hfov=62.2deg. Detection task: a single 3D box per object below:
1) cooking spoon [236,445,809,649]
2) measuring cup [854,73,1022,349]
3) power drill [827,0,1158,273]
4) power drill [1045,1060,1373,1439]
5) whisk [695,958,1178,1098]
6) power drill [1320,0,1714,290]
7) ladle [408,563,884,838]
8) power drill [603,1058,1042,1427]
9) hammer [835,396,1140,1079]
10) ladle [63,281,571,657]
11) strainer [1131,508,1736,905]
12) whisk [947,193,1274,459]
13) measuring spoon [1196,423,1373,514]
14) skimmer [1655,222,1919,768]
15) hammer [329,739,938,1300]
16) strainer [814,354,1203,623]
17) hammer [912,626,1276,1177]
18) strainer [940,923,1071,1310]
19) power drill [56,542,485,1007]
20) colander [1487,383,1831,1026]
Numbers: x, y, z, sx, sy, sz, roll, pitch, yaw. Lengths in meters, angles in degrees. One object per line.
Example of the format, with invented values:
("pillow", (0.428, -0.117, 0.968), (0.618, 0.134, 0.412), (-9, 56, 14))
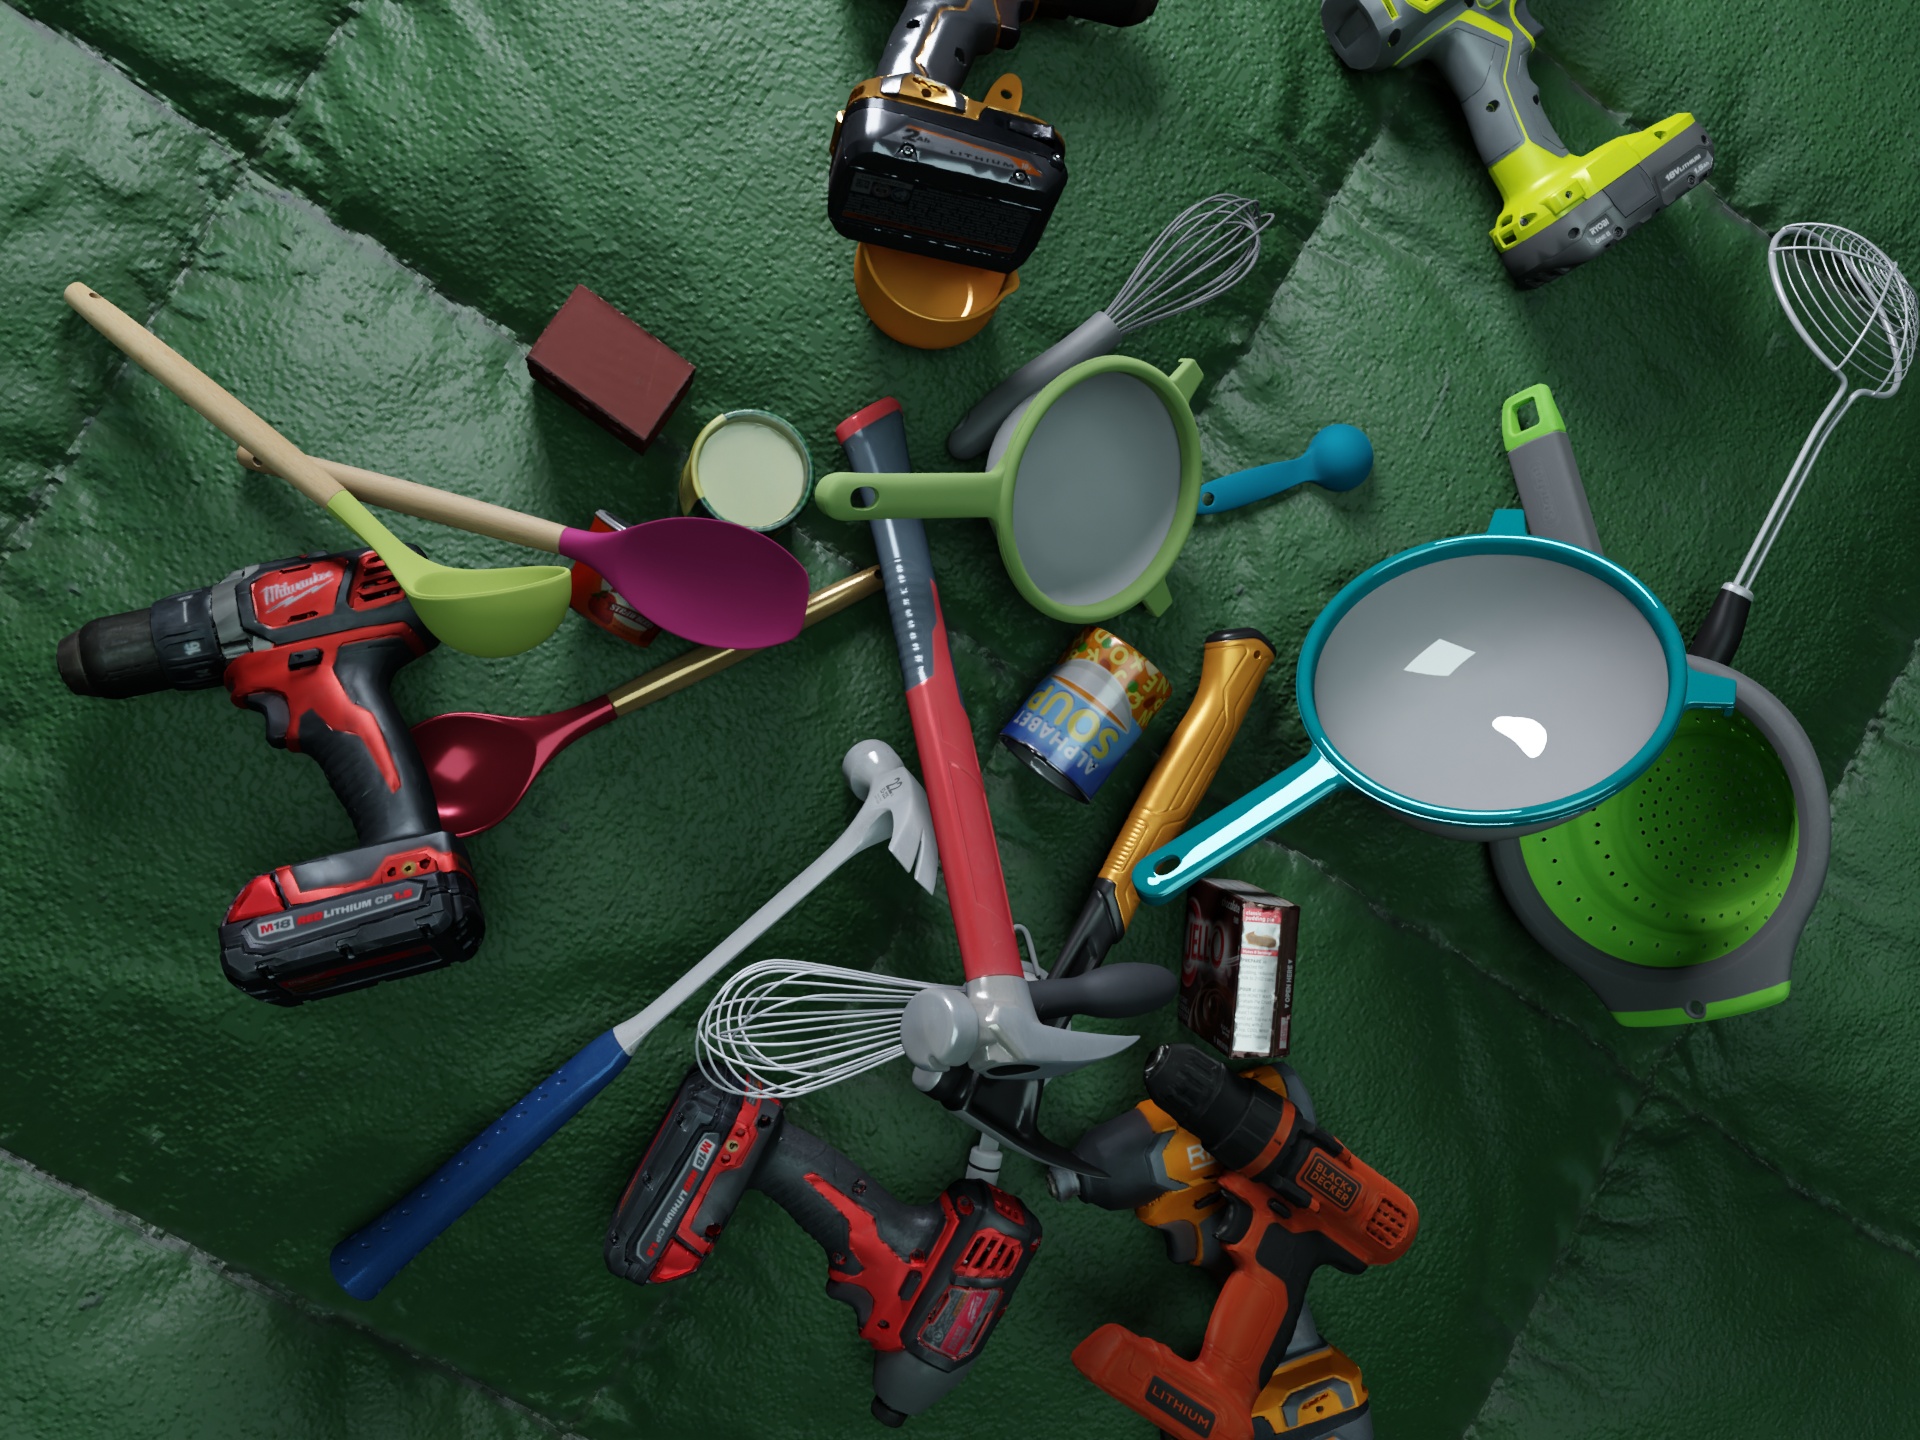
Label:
("cooking spoon", (-0.231, -0.101, 0.832), (0.319, 0.017, 0.068), (15, 114, 6))
("measuring cup", (-0.003, -0.292, 0.913), (0.095, 0.052, 0.174), (23, 70, -8))
("power drill", (0.020, -0.361, 0.872), (0.185, 0.084, 0.226), (9, 66, -12))
("power drill", (0.148, 0.334, 0.950), (0.164, 0.084, 0.226), (-13, 90, -11))
("whisk", (-0.003, 0.152, 0.827), (0.284, 0.070, 0.070), (0, 92, -30))
("power drill", (0.354, -0.402, 0.972), (0.190, 0.080, 0.228), (-36, 96, -9))
("ladle", (-0.173, -0.021, 0.893), (0.315, 0.031, 0.069), (-27, 88, -12))
("power drill", (-0.078, 0.294, 0.885), (0.219, 0.078, 0.143), (28, 92, -8))
("hammer", (-0.001, -0.003, 0.845), (0.143, 0.038, 0.387), (15, 54, -45))
("ladle", (-0.330, -0.136, 0.804), (0.320, 0.078, 0.062), (37, 115, 7))
("strainer", (0.254, 0.029, 0.927), (0.340, 0.211, 0.095), (-31, 139, -4))
("whisk", (0.088, -0.229, 0.933), (0.239, 0.055, 0.055), (-39, 99, -4))
("measuring spoon", (0.198, -0.149, 0.971), (0.128, 0.021, 0.042), (-19, 96, -12))
("skimmer", (0.514, -0.145, 1.038), (0.127, 0.090, 0.363), (21, 98, -24))
("hammer", (-0.174, 0.168, 0.859), (0.405, 0.144, 0.035), (-41, 114, -2))
("strainer", (0.021, -0.130, 0.882), (0.256, 0.069, 0.151), (-7, 111, -35))
("hammer", (0.103, 0.094, 0.925), (0.127, 0.034, 0.337), (36, 74, -20))
("strainer", (0.019, 0.252, 0.939), (0.086, 0.050, 0.258), (11, 93, -27))
("power drill", (-0.345, 0.025, 0.805), (0.188, 0.080, 0.227), (-13, 72, -12))
("colander", (0.419, -0.017, 0.984), (0.094, 0.204, 0.397), (-1, 74, -42))
